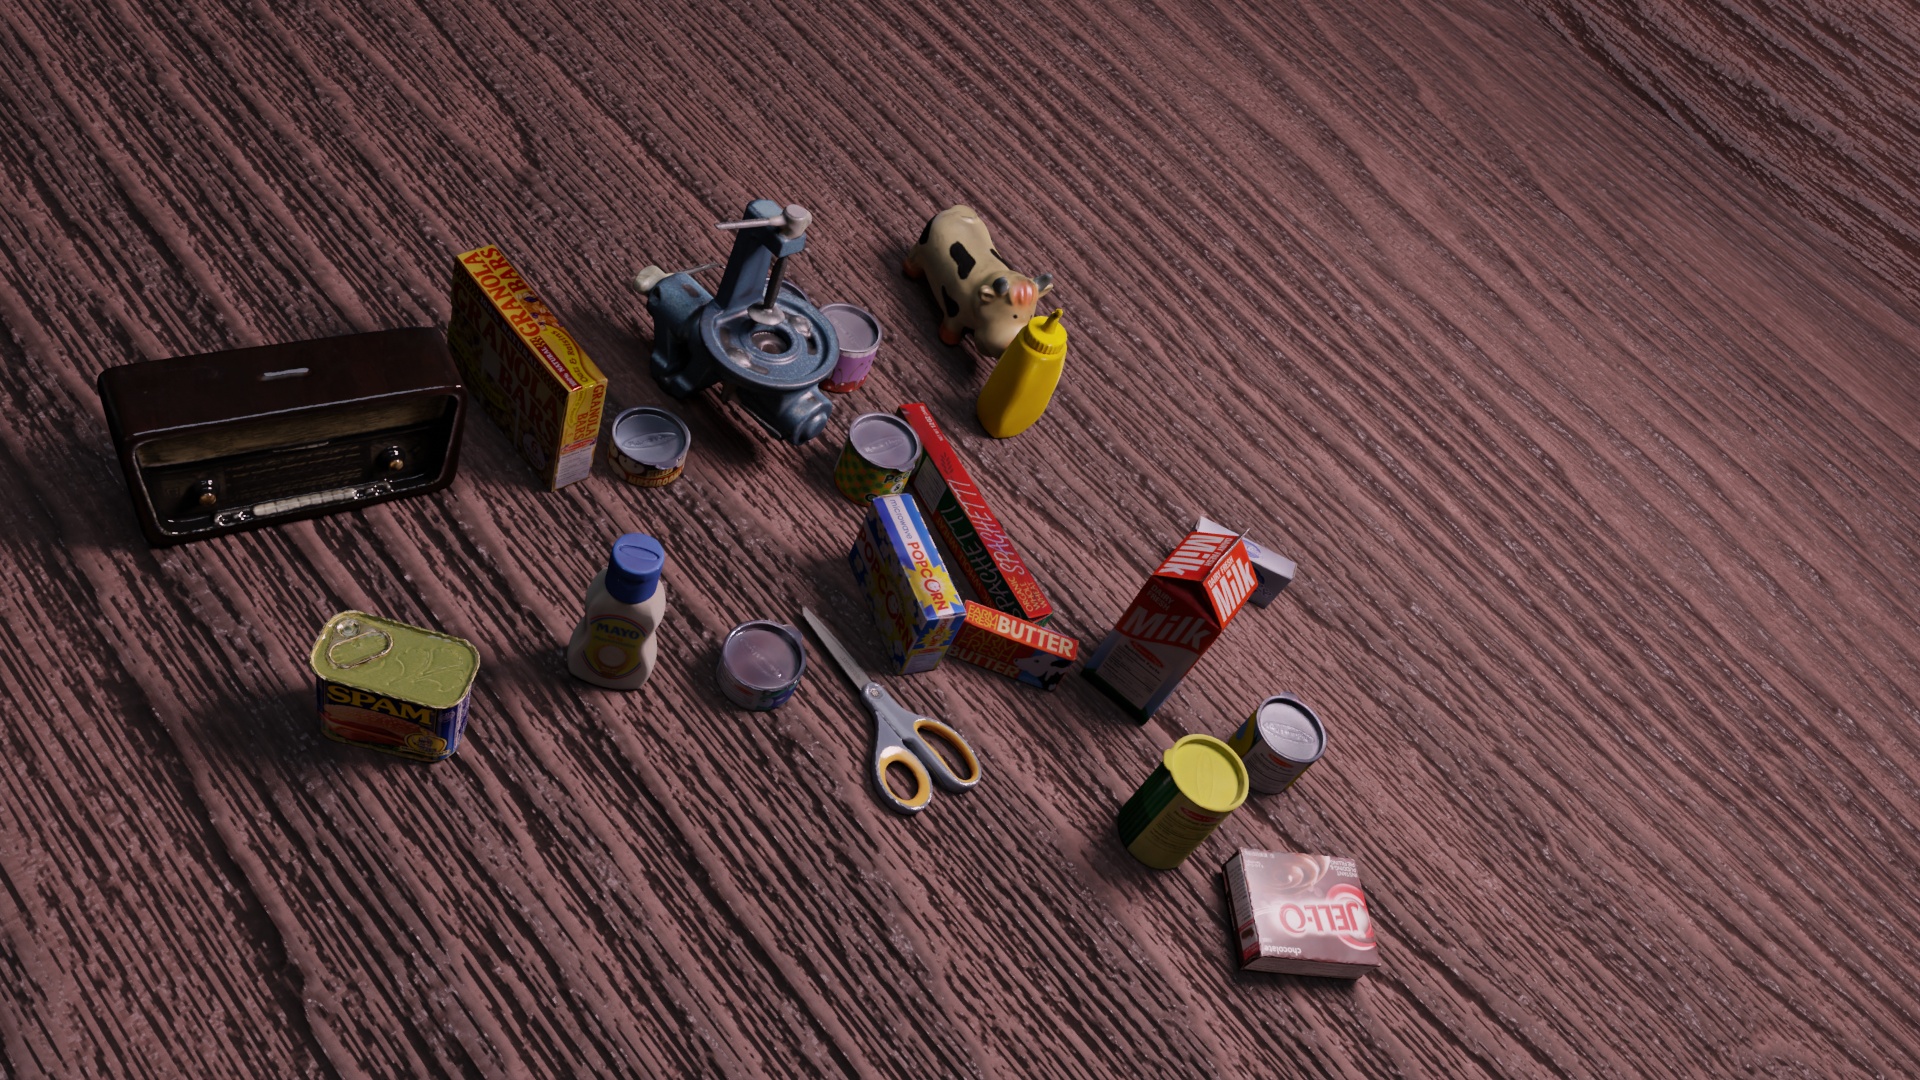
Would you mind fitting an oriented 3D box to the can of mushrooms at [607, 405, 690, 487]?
[{"bbox_3d":[-0.265,-0.078,1.184,0.071,0.033,0.071,12,49,-14],"label":"can of mushrooms"}]

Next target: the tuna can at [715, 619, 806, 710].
[{"bbox_3d":[-0.155,0.096,1.088,0.071,0.032,0.071,12,49,-14],"label":"tuna can"}]

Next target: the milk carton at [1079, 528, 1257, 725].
[{"bbox_3d":[0.180,0.064,1.154,0.073,0.189,0.073,39,48,10],"label":"milk carton"}]

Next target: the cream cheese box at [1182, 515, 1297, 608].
[{"bbox_3d":[0.259,0.022,1.317,0.104,0.053,0.024,27,47,-1],"label":"cream cheese box"}]

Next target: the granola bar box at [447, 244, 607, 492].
[{"bbox_3d":[-0.357,-0.139,1.132,0.039,0.123,0.166,-28,68,-38],"label":"granola bar box"}]

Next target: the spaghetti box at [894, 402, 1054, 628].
[{"bbox_3d":[0.004,-0.016,1.239,0.029,0.050,0.251,-14,59,-32],"label":"spaghetti box"}]

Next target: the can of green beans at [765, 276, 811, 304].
[{"bbox_3d":[-0.179,-0.205,1.310,0.071,0.057,0.071,12,49,-14],"label":"can of green beans"}]

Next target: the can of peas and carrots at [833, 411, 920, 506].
[{"bbox_3d":[-0.074,-0.070,1.244,0.071,0.058,0.071,12,49,-14],"label":"can of peas and carrots"}]

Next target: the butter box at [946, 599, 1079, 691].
[{"bbox_3d":[0.042,0.089,1.166,0.103,0.052,0.024,21,47,-7],"label":"butter box"}]

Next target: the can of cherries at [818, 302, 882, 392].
[{"bbox_3d":[-0.116,-0.182,1.319,0.071,0.058,0.072,12,49,-14],"label":"can of cherries"}]

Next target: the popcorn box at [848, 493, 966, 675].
[{"bbox_3d":[-0.047,0.036,1.150,0.038,0.084,0.127,-8,56,-29],"label":"popcorn box"}]

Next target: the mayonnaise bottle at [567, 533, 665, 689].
[{"bbox_3d":[-0.245,0.053,1.006,0.065,0.147,0.041,15,48,-12],"label":"mayonnaise bottle"}]

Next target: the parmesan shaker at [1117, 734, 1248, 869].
[{"bbox_3d":[0.170,0.205,1.092,0.071,0.102,0.072,12,49,-14],"label":"parmesan shaker"}]

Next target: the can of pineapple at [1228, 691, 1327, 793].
[{"bbox_3d":[0.272,0.174,1.193,0.071,0.057,0.071,12,49,-14],"label":"can of pineapple"}]

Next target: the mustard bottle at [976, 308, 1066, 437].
[{"bbox_3d":[0.066,-0.164,1.314,0.065,0.159,0.049,-21,63,-35],"label":"mustard bottle"}]
